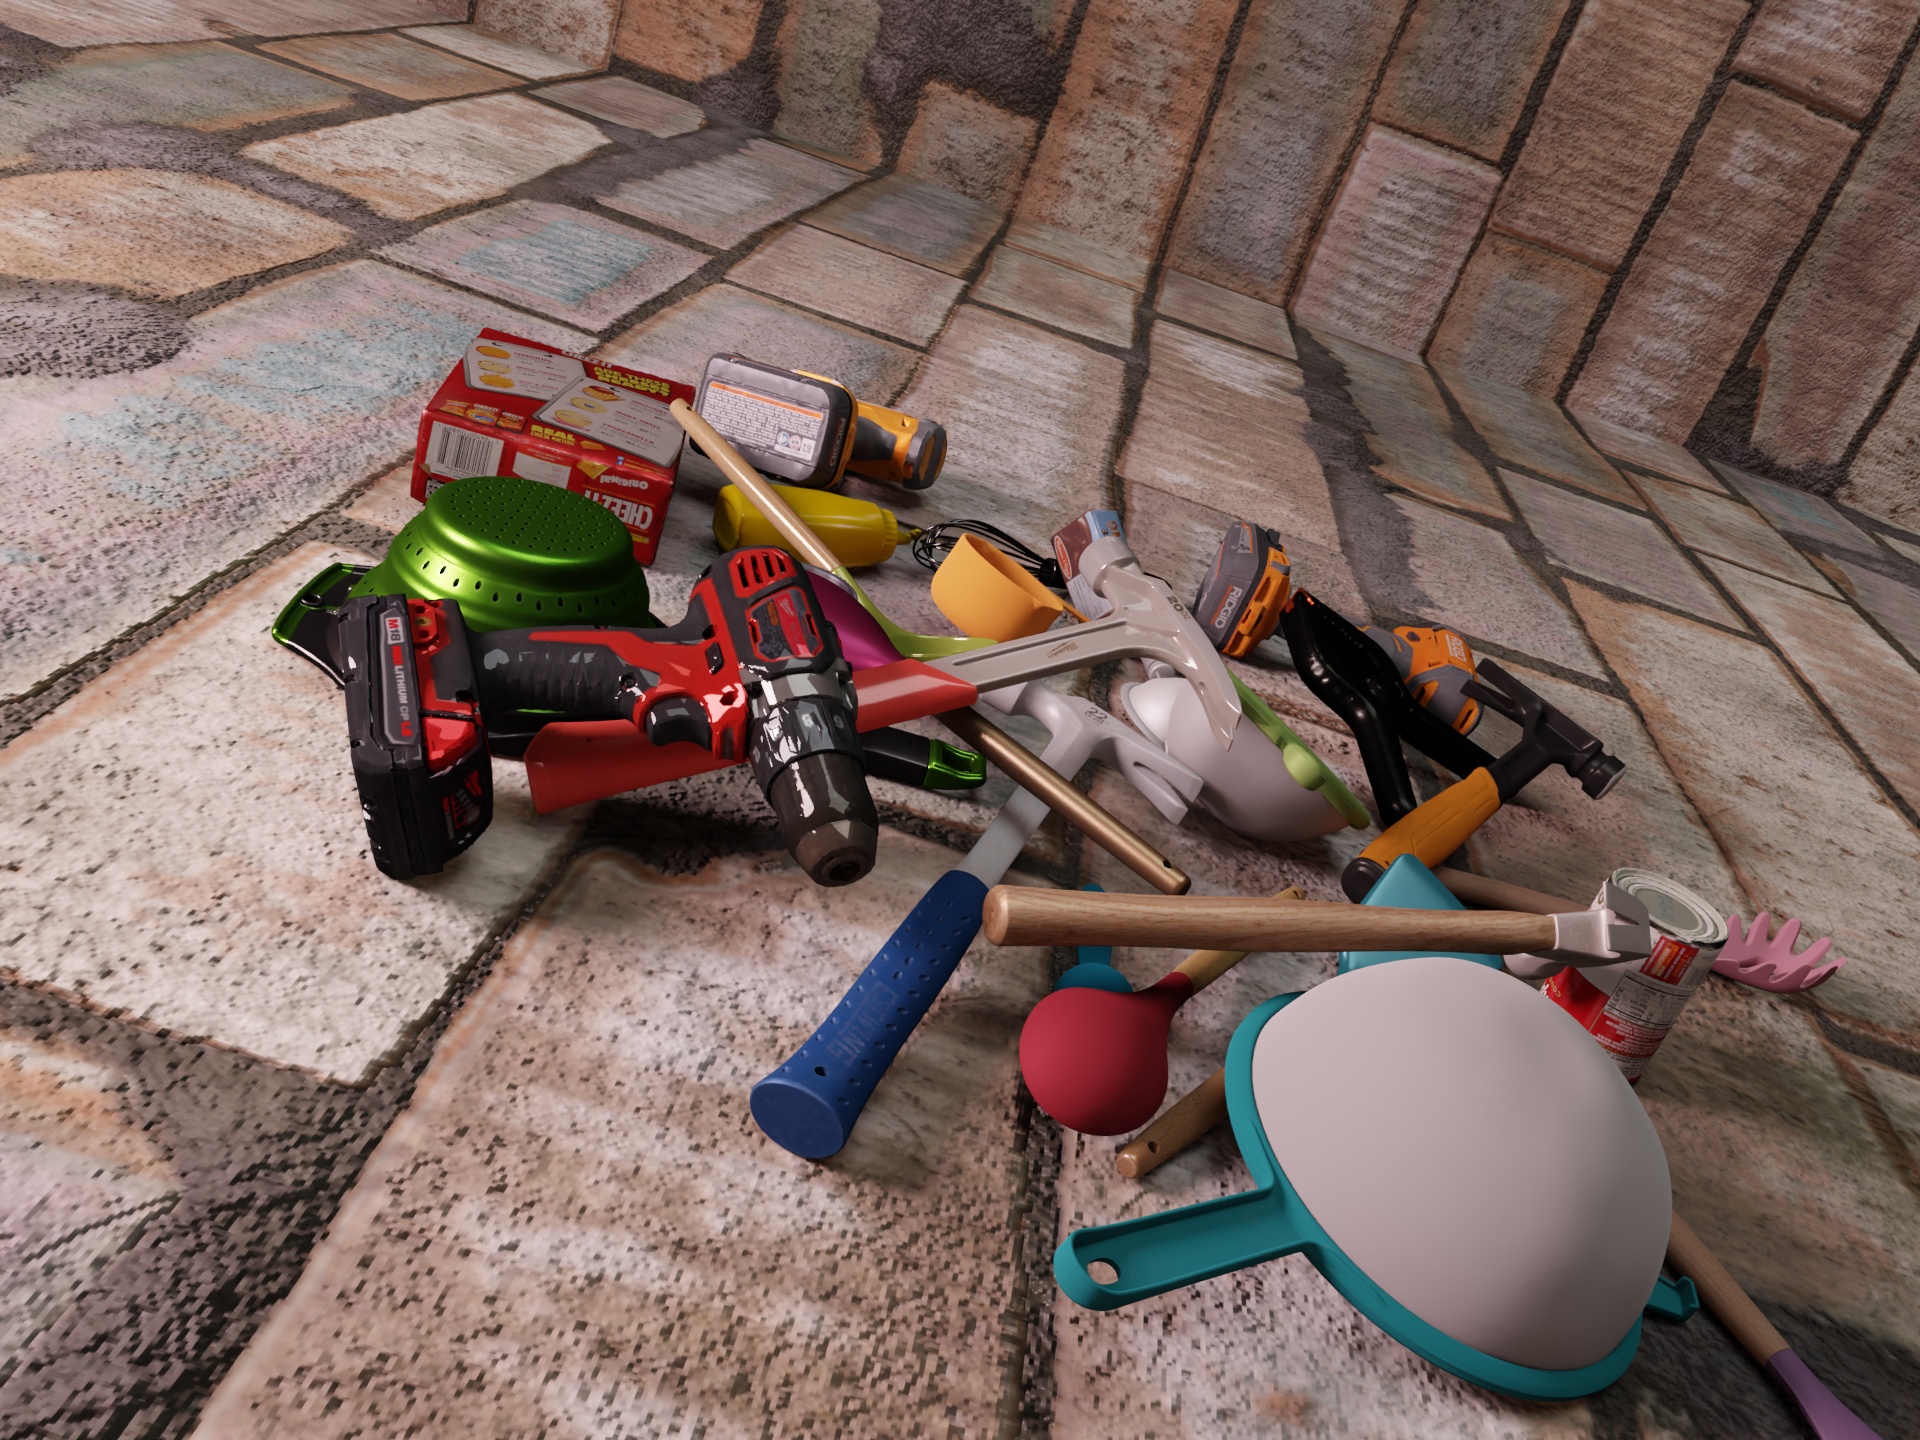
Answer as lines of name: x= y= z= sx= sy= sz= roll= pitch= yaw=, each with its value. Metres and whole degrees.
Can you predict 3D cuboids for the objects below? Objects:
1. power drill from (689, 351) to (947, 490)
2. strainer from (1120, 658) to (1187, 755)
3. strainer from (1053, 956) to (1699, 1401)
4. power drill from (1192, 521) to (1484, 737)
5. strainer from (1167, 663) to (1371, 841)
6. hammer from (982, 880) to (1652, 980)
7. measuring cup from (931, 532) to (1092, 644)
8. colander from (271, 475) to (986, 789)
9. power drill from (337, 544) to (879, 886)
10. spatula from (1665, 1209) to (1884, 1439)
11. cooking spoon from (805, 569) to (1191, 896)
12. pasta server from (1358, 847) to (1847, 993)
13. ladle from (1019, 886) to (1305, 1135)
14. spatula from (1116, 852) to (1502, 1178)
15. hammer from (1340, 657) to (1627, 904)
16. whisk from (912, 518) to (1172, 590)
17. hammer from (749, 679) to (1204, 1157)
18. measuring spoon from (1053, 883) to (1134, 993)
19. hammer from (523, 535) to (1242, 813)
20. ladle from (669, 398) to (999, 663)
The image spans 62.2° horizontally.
power drill: x=-0.130 y=-0.236 z=1.260 sx=0.185 sy=0.084 sz=0.226 roll=19 pitch=12 yaw=17
strainer: x=0.144 y=-0.032 z=1.125 sx=0.086 sy=0.050 sz=0.259 roll=29 pitch=20 yaw=-16
strainer: x=0.180 y=0.170 z=0.645 sx=0.340 sy=0.095 sz=0.211 roll=3 pitch=40 yaw=-42
power drill: x=0.304 y=-0.074 z=1.270 sx=0.226 sy=0.084 sz=0.164 roll=25 pitch=26 yaw=1
strainer: x=0.170 y=0.033 z=0.924 sx=0.151 sy=0.069 sz=0.256 roll=46 pitch=7 yaw=1
hammer: x=0.174 y=0.098 z=0.753 sx=0.331 sy=0.130 sz=0.031 roll=4 pitch=74 yaw=-14
measuring cup: x=0.050 y=-0.069 z=1.131 sx=0.173 sy=0.052 sz=0.095 roll=29 pitch=16 yaw=-41
colander: x=-0.165 y=-0.050 z=0.885 sx=0.397 sy=0.094 sz=0.205 roll=15 pitch=26 yaw=-8
power drill: x=-0.154 y=0.008 z=0.723 sx=0.226 sy=0.080 sz=0.188 roll=-9 pitch=51 yaw=-17
spatula: x=0.350 y=0.265 z=0.715 sx=0.059 sy=0.018 sz=0.316 roll=14 pitch=26 yaw=-32
cooking spoon: x=-0.001 y=-0.003 z=0.857 sx=0.319 sy=0.017 sz=0.068 roll=38 pitch=37 yaw=27
pasta server: x=0.404 y=0.121 z=1.007 sx=0.316 sy=0.040 sz=0.060 roll=15 pitch=25 yaw=-6
ladle: x=0.120 y=0.127 z=0.796 sx=0.069 sy=0.031 sz=0.315 roll=47 pitch=28 yaw=14
spatula: x=0.172 y=0.150 z=0.788 sx=0.317 sy=0.044 sz=0.082 roll=-19 pitch=66 yaw=-49
hammer: x=0.327 y=0.046 z=1.034 sx=0.127 sy=0.034 sz=0.337 roll=42 pitch=37 yaw=20
whisk: x=0.070 y=-0.118 z=1.232 sx=0.238 sy=0.055 sz=0.055 roll=7 pitch=29 yaw=-31
hammer: x=0.013 y=0.081 z=0.794 sx=0.144 sy=0.035 sz=0.405 roll=30 pitch=31 yaw=7
measuring spoon: x=0.071 y=0.112 z=0.814 sx=0.042 sy=0.021 sz=0.129 roll=17 pitch=26 yaw=-4
hammer: x=-0.040 y=-0.005 z=0.819 sx=0.359 sy=0.036 sz=0.149 roll=-14 pitch=51 yaw=-18
ladle: x=-0.093 y=-0.123 z=1.051 sx=0.320 sy=0.062 sz=0.078 roll=47 pitch=35 yaw=22
